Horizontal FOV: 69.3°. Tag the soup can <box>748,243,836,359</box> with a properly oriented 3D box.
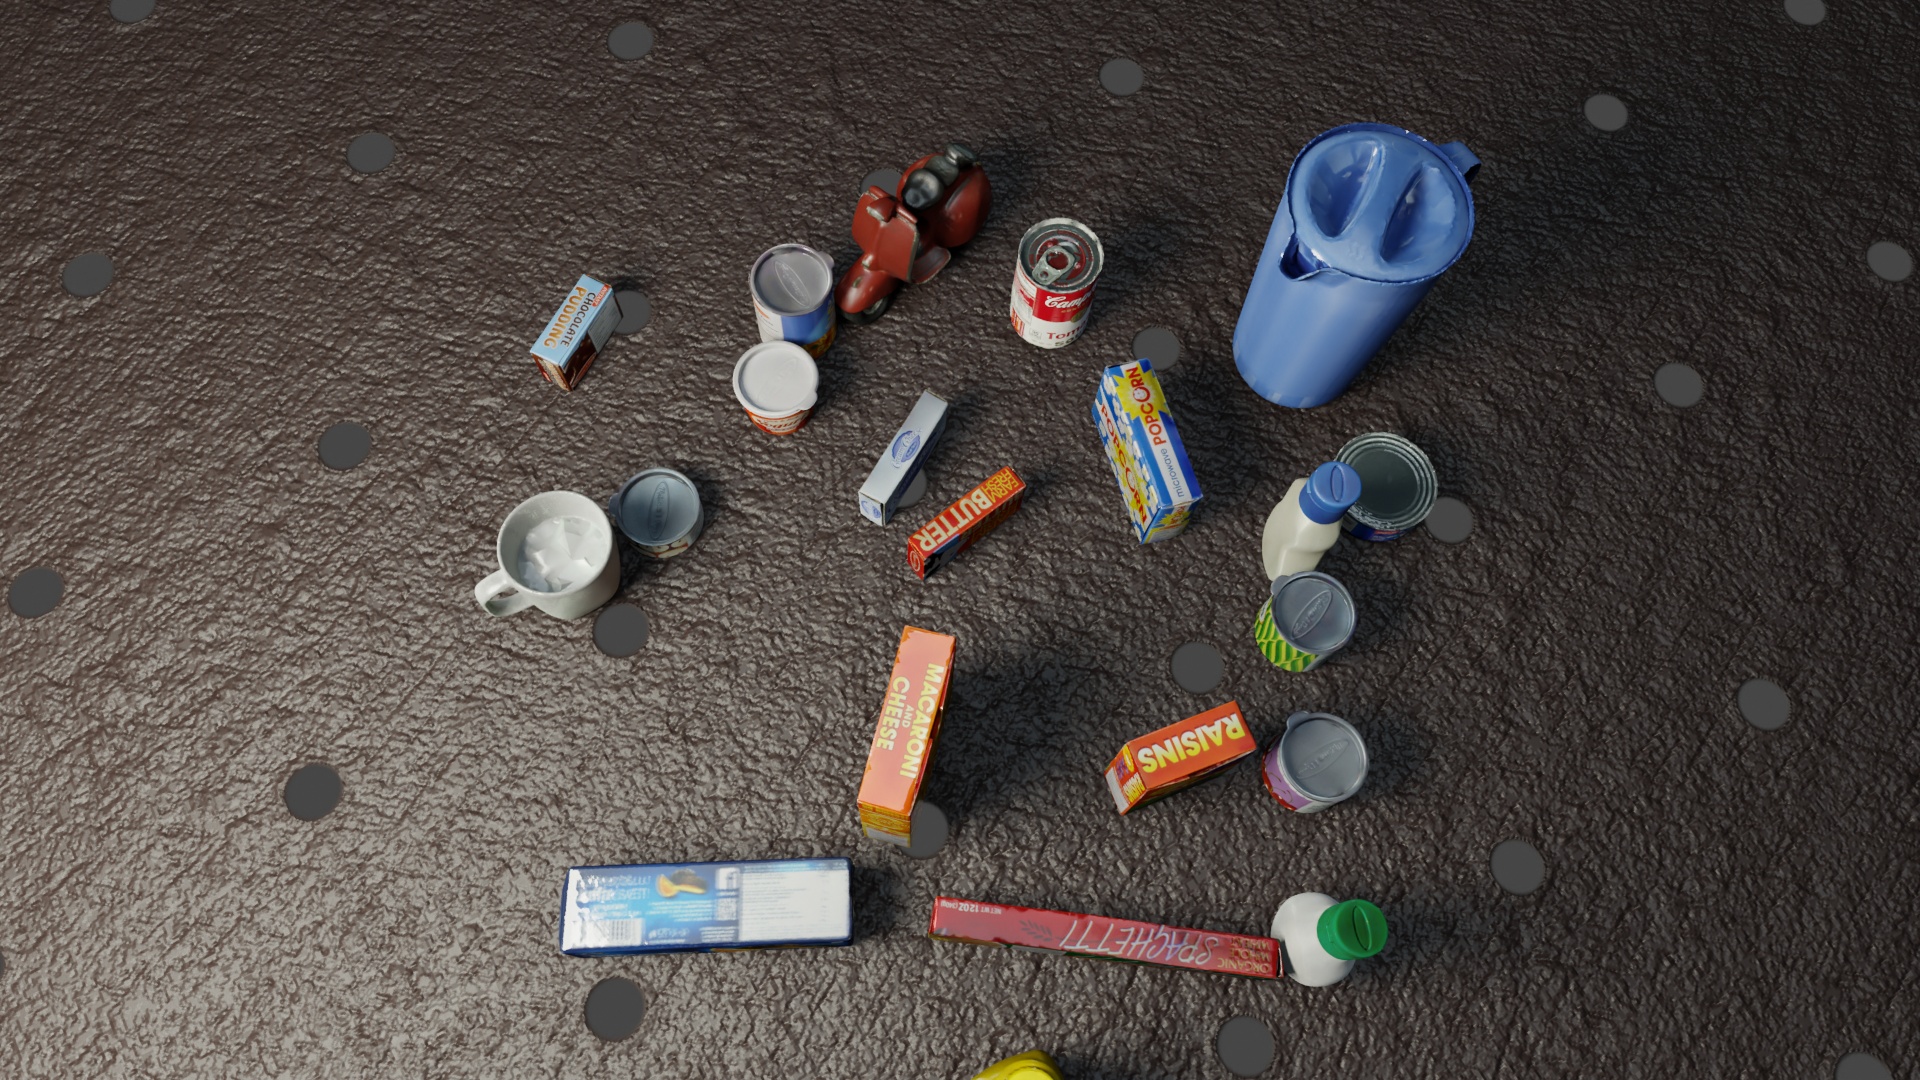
[{"bbox_3d":[-0.133,-0.195,1.139,0.071,0.083,0.071,1,71,-2],"label":"soup can"}]

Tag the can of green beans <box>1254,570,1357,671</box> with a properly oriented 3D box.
[{"bbox_3d":[0.267,0.063,1.077,0.071,0.057,0.071,1,70,-2],"label":"can of green beans"}]

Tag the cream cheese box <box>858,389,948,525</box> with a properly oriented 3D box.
[{"bbox_3d":[-0.045,-0.065,1.112,0.024,0.053,0.104,29,72,8],"label":"cream cheese box"}]

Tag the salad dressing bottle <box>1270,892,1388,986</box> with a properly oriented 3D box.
[{"bbox_3d":[0.253,0.272,0.954,0.044,0.147,0.064,-7,71,-5],"label":"salad dressing bottle"}]

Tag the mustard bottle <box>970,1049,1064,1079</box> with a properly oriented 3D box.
[{"bbox_3d":[0.040,0.364,0.905,0.065,0.159,0.049,-22,73,-10],"label":"mustard bottle"}]

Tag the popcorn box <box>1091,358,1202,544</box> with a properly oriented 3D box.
[{"bbox_3d":[0.147,-0.070,1.105,0.038,0.085,0.127,-16,72,-8],"label":"popcorn box"}]

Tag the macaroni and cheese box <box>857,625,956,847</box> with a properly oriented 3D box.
[{"bbox_3d":[-0.036,0.142,0.978,0.040,0.166,0.124,14,71,3],"label":"macaroni and cheese box"}]

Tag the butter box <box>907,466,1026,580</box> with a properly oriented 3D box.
[{"bbox_3d":[0.004,-0.014,1.096,0.104,0.053,0.024,-37,76,-14],"label":"butter box"}]

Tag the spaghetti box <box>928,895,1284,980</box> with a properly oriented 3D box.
[{"bbox_3d":[0.102,0.286,0.994,0.250,0.050,0.029,7,70,0],"label":"spaghetti box"}]

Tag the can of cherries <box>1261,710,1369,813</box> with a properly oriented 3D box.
[{"bbox_3d":[0.263,0.165,1.040,0.071,0.058,0.071,1,70,-2],"label":"can of cherries"}]

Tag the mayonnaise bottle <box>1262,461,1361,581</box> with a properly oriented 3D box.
[{"bbox_3d":[0.266,-0.016,1.058,0.041,0.147,0.065,4,71,-1],"label":"mayonnaise bottle"}]

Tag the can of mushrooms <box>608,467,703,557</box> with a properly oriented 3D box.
[{"bbox_3d":[-0.240,-0.022,1.099,0.071,0.033,0.071,1,70,-2],"label":"can of mushrooms"}]

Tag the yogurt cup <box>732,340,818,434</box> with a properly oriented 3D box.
[{"bbox_3d":[-0.148,-0.121,1.128,0.072,0.053,0.072,1,70,-2],"label":"yogurt cup"}]

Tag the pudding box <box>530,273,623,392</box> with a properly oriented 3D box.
[{"bbox_3d":[-0.314,-0.170,1.140,0.030,0.049,0.084,26,71,7],"label":"pudding box"}]

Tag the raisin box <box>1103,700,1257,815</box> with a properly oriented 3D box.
[{"bbox_3d":[0.156,0.159,1.003,0.086,0.123,0.040,-19,73,-9],"label":"raisin box"}]
